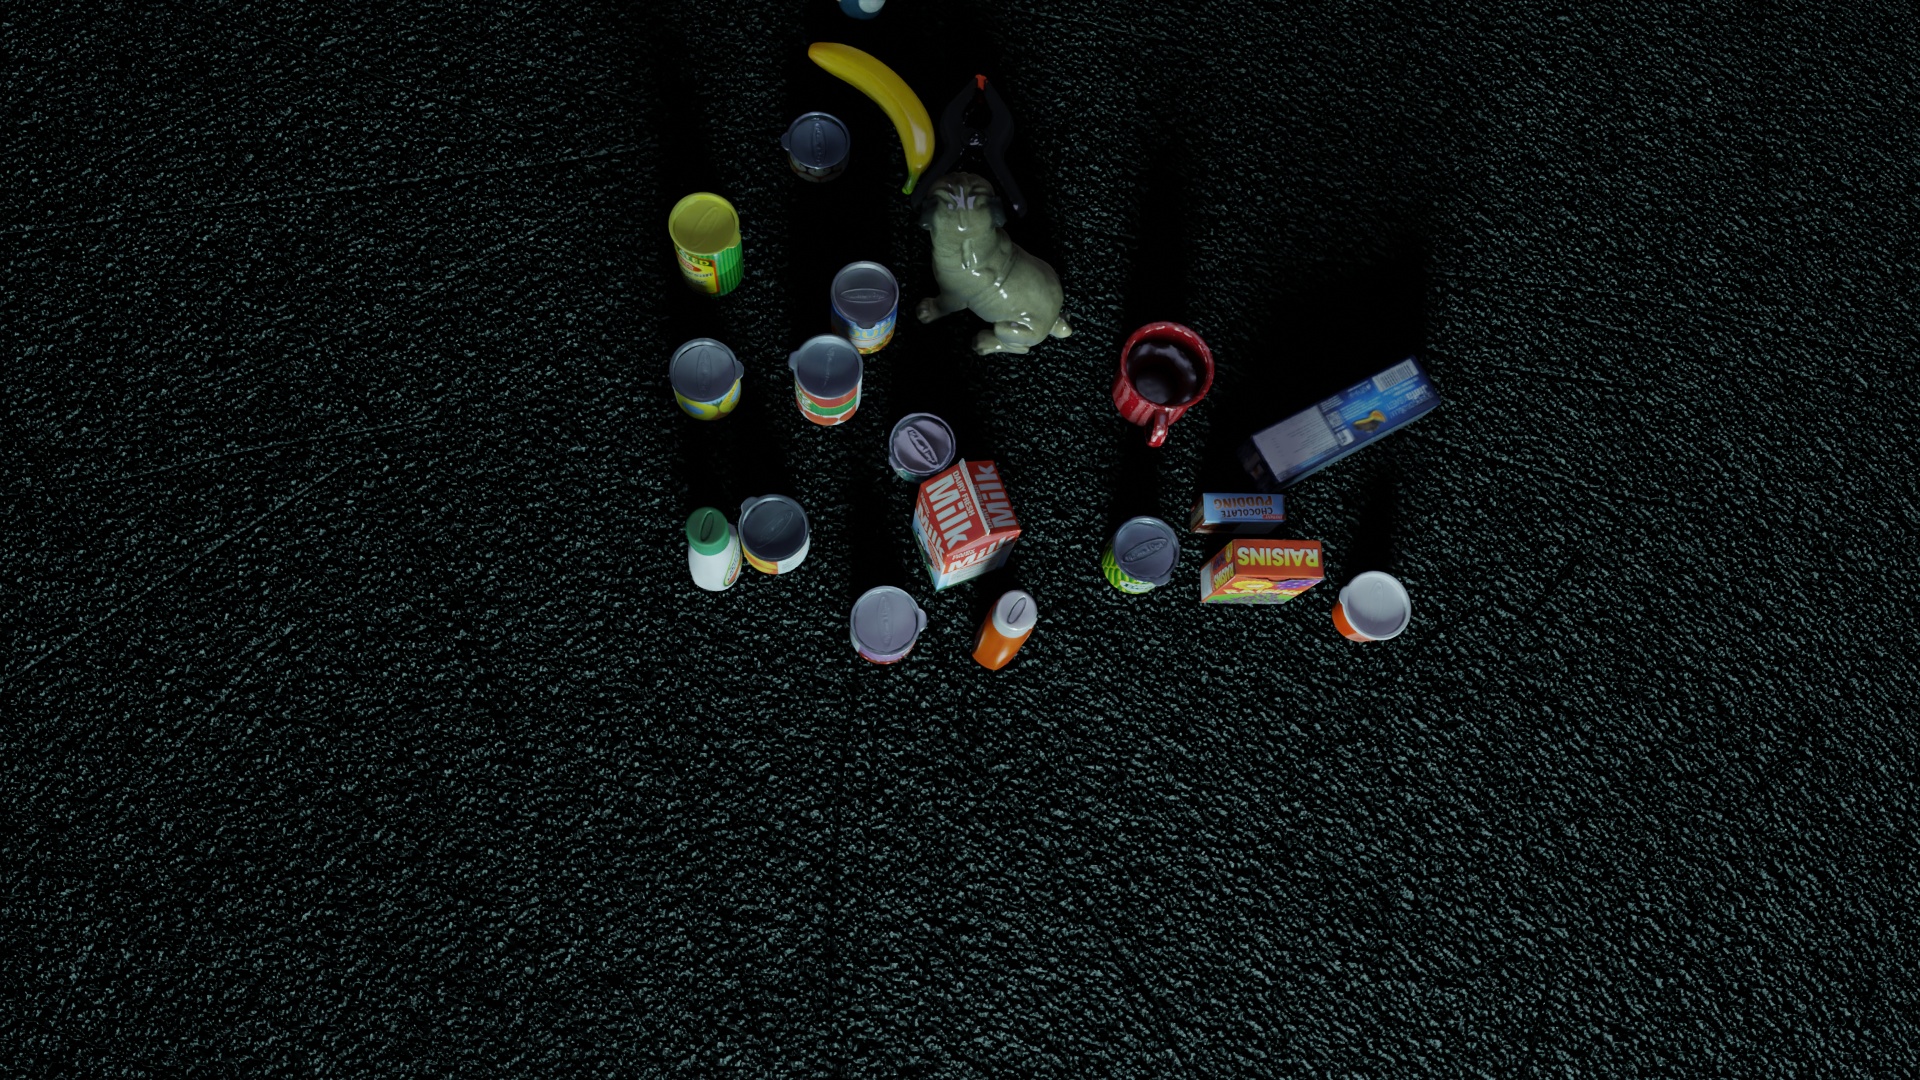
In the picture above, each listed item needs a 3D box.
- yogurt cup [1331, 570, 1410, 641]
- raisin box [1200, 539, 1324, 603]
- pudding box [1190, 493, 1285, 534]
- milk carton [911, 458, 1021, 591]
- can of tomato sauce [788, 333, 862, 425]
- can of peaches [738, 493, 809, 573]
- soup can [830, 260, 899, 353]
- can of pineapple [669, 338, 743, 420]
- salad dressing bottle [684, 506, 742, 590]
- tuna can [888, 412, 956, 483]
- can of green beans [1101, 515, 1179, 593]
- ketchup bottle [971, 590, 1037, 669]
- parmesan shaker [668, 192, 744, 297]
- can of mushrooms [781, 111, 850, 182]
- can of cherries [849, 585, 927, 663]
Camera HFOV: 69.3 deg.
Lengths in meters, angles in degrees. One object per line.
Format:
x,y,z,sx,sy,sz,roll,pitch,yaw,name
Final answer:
0.400,0.068,1.366,0.072,0.053,0.072,1,75,-5,yogurt cup
0.286,0.031,1.328,0.086,0.123,0.040,2,76,-5,raisin box
0.275,-0.026,1.381,0.084,0.049,0.030,1,76,-5,pudding box
0.005,-0.016,1.279,0.073,0.190,0.072,-19,78,-10,milk carton
-0.131,-0.156,1.358,0.071,0.083,0.071,1,76,-5,can of tomato sauce
-0.179,-0.007,1.328,0.071,0.058,0.071,1,75,-5,can of peaches
-0.096,-0.228,1.380,0.071,0.083,0.071,1,76,-5,soup can
-0.248,-0.156,1.361,0.071,0.057,0.071,1,75,-5,can of pineapple
-0.227,0.006,1.273,0.044,0.147,0.064,14,75,-2,salad dressing bottle
-0.041,-0.090,1.376,0.071,0.032,0.071,1,75,-5,tuna can
0.175,0.015,1.356,0.071,0.057,0.071,1,75,-5,can of green beans
0.044,0.078,1.280,0.043,0.148,0.065,31,75,3,ketchup bottle
-0.247,-0.288,1.372,0.071,0.103,0.071,1,76,-5,parmesan shaker
-0.151,-0.410,1.449,0.071,0.033,0.071,1,75,-5,can of mushrooms
-0.069,0.081,1.315,0.071,0.058,0.071,1,75,-5,can of cherries
